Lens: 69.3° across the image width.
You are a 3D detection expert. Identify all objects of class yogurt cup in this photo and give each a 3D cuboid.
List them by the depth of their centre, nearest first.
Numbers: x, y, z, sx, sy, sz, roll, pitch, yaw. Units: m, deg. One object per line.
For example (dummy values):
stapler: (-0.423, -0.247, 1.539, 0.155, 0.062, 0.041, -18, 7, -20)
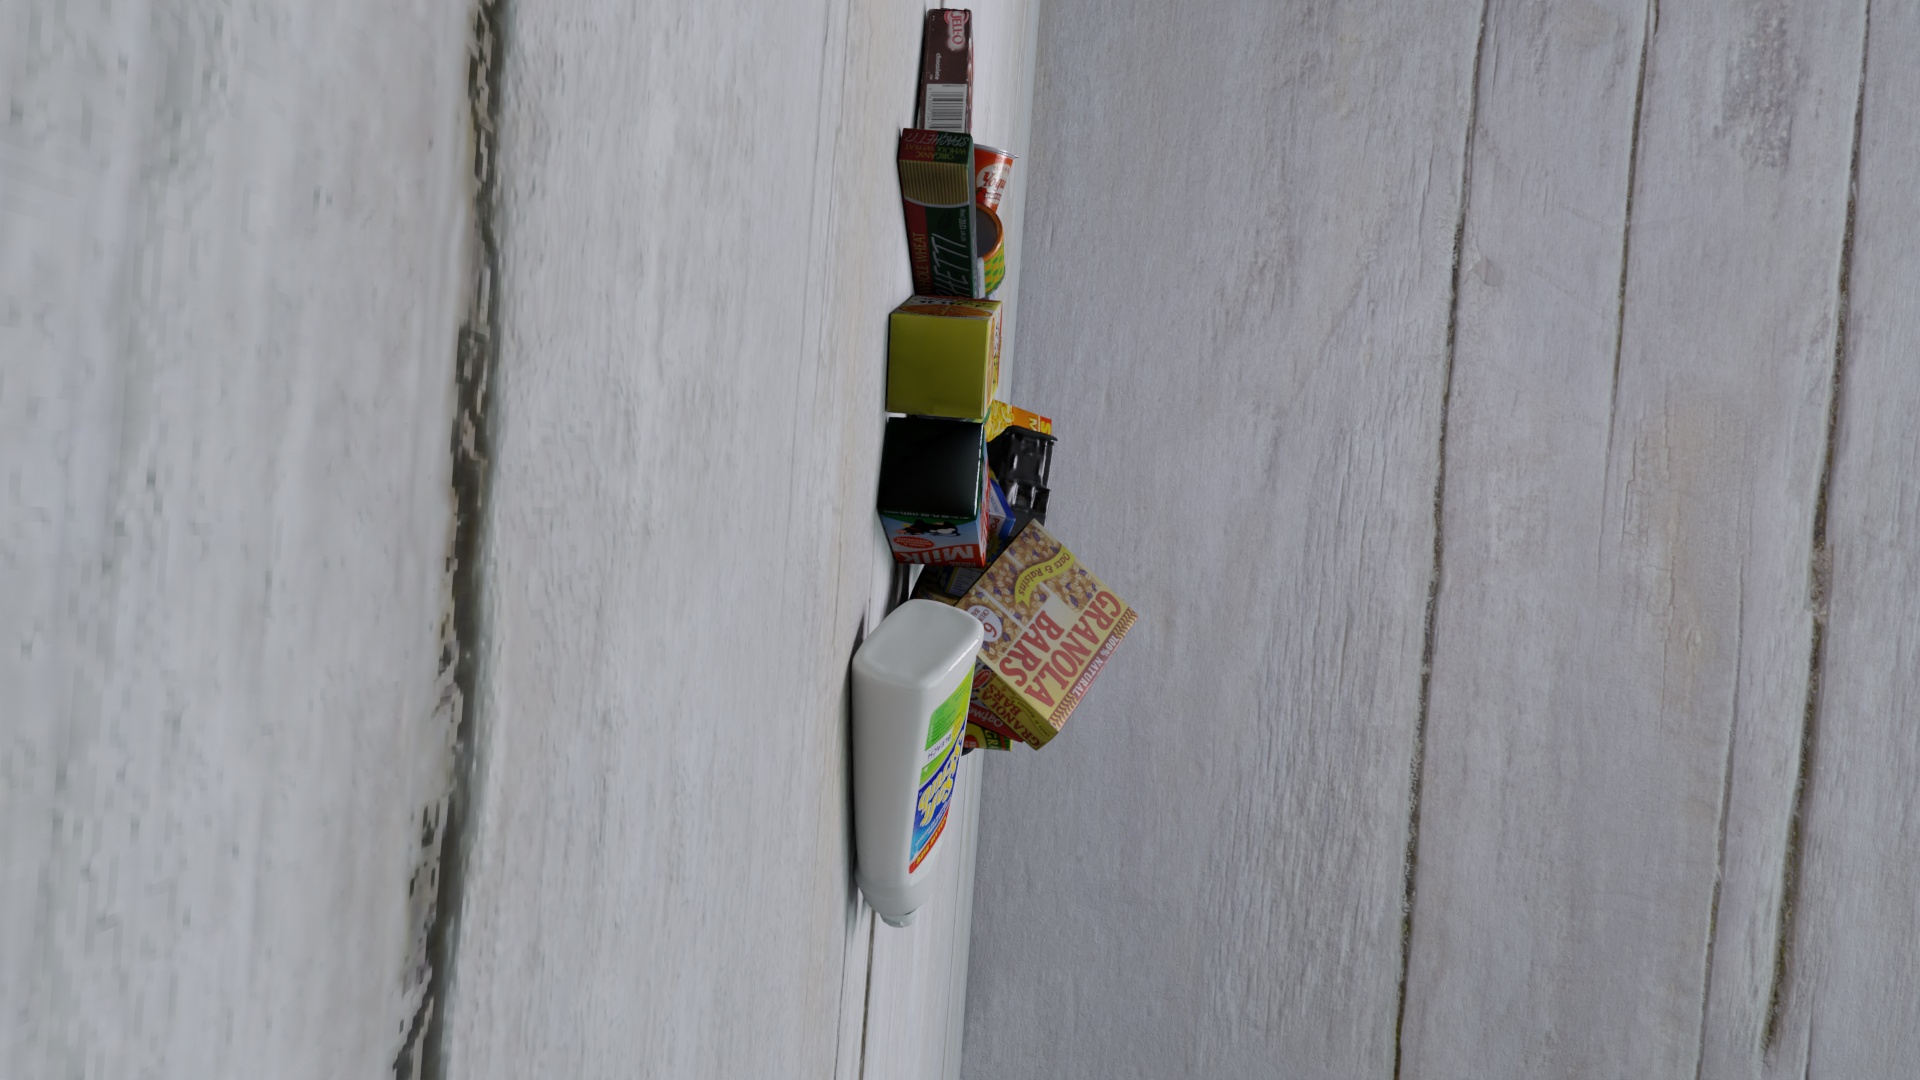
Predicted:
yogurt cup: (0.009, -0.315, 1.206, 0.072, 0.072, 0.053, -66, 168, -79)

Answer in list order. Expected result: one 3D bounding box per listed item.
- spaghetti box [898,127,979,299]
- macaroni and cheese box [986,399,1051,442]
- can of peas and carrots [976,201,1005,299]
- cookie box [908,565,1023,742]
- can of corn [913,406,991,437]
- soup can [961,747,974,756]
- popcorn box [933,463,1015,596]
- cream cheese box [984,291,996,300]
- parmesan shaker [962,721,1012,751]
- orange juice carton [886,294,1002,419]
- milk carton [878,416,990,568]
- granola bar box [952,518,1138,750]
spaghetti box: (-0.013, -0.228, 1.065, 0.249, 0.050, 0.029, 84, 13, -70)
macaroni and cheese box: (0.034, -0.079, 1.434, 0.166, 0.040, 0.123, 10, 83, -55)
can of peas and carrots: (0.005, -0.249, 1.184, 0.058, 0.071, 0.071, 83, 12, -68)
cookie box: (0.009, 0.092, 1.177, 0.168, 0.123, 0.040, -77, -168, -66)
can of corn: (-0.009, -0.110, 1.157, 0.058, 0.071, 0.071, 88, 8, -63)
soup can: (-0.012, 0.161, 1.371, 0.071, 0.071, 0.084, 90, 5, -48)
popcorn box: (0.004, -0.016, 1.237, 0.127, 0.038, 0.085, -112, -140, -60)
cream cheese box: (0.004, -0.236, 1.280, 0.104, 0.053, 0.024, 10, 86, -86)
parmesan shaker: (-0.004, 0.149, 1.223, 0.071, 0.103, 0.071, 0, 95, -86)
orange juice carton: (-0.008, -0.147, 1.065, 0.193, 0.072, 0.072, -72, 166, -74)
milk carton: (-0.016, -0.027, 1.075, 0.190, 0.072, 0.073, 82, 13, -74)
granola bar box: (0.059, 0.072, 1.117, 0.039, 0.124, 0.166, -48, 179, 42)
